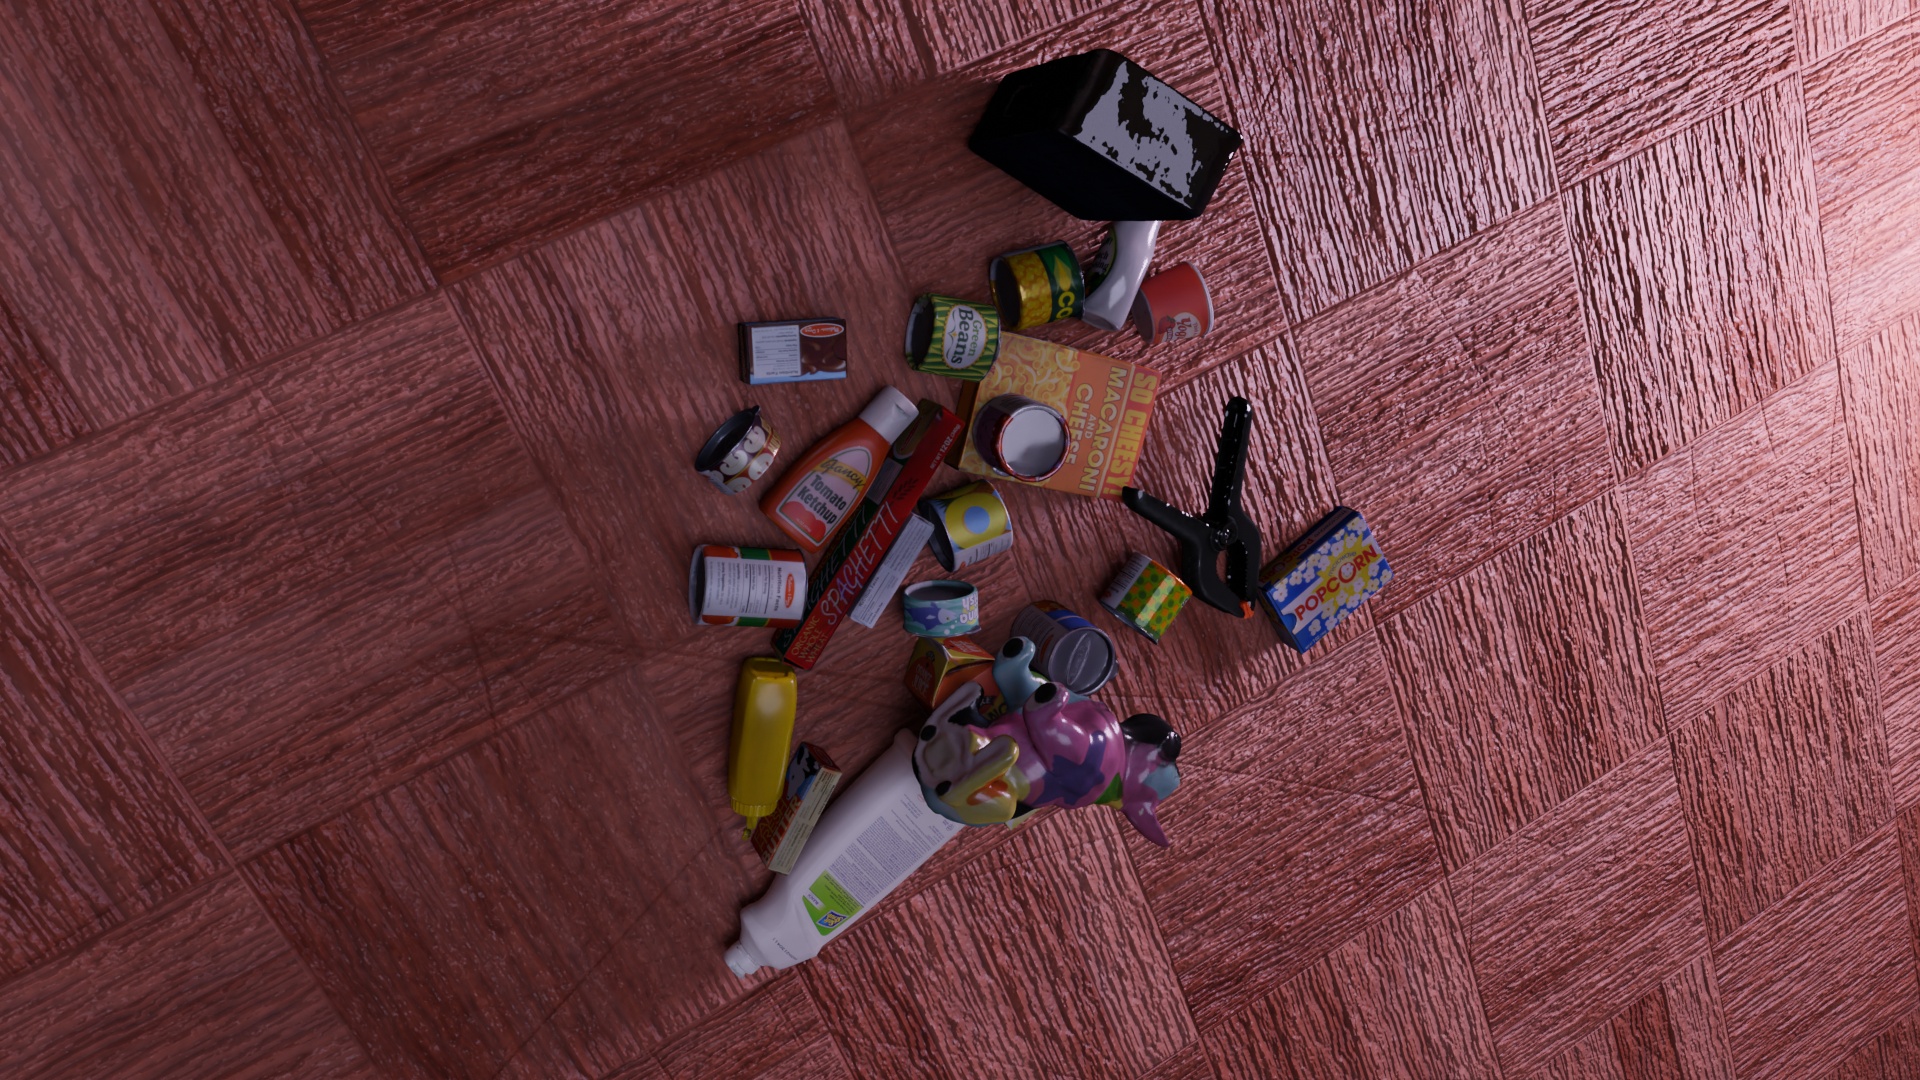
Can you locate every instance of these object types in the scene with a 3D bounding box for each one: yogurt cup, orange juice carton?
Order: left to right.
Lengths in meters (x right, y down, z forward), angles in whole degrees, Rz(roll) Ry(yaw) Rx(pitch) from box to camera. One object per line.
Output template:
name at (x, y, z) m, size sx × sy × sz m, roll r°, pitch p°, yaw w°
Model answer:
orange juice carton at (0.016, 0.156, 1.233) m, size 0.073 × 0.072 × 0.192 m, roll -36°, pitch 114°, yaw -11°
yogurt cup at (0.183, -0.205, 1.215) m, size 0.054 × 0.072 × 0.072 m, roll -19°, pitch 110°, yaw -8°

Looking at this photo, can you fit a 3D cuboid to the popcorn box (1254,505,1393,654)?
popcorn box at (0.354, 0.038, 1.361) m, size 0.127 × 0.038 × 0.085 m, roll -39°, pitch 116°, yaw -10°

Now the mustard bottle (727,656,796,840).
mustard bottle at (-0.169, 0.180, 1.170) m, size 0.049 × 0.065 × 0.159 m, roll 4°, pitch 108°, yaw -18°

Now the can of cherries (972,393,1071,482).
can of cherries at (0.051, -0.083, 1.149) m, size 0.071 × 0.058 × 0.071 m, roll -5°, pitch 105°, yaw -20°

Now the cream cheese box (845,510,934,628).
cream cheese box at (-0.064, 0.021, 1.175) m, size 0.024 × 0.053 × 0.104 m, roll 32°, pitch 90°, yaw -24°

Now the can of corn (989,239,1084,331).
can of corn at (0.064, -0.210, 1.161) m, size 0.058 × 0.071 × 0.071 m, roll -17°, pitch 109°, yaw -17°

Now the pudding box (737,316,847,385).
pudding box at (-0.134, -0.152, 1.115) m, size 0.084 × 0.030 × 0.049 m, roll -7°, pitch 105°, yaw -21°

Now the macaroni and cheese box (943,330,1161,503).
macaroni and cheese box at (0.081, -0.108, 1.210) m, size 0.167 × 0.040 × 0.123 m, roll 10°, pitch 100°, yaw -24°

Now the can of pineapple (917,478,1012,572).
can of pineapple at (0.004, -0.015, 1.188) m, size 0.058 × 0.071 × 0.070 m, roll -22°, pitch 111°, yaw -16°

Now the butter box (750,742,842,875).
butter box at (-0.142, 0.231, 1.197) m, size 0.024 × 0.053 × 0.103 m, roll 26°, pitch 93°, yaw -29°

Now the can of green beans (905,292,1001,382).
can of green beans at (-0.007, -0.167, 1.144) m, size 0.058 × 0.071 × 0.071 m, roll 7°, pitch 101°, yaw -24°

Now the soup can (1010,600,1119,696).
soup can at (0.093, 0.097, 1.243) m, size 0.071 × 0.084 × 0.071 m, roll -6°, pitch 106°, yaw -21°

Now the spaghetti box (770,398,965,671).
spaghetti box at (-0.080, -0.005, 1.165) m, size 0.028 × 0.050 × 0.250 m, roll 32°, pitch 90°, yaw -25°

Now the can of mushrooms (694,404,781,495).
can of mushrooms at (-0.174, -0.071, 1.099) m, size 0.071 × 0.071 × 0.033 m, roll -47°, pitch 116°, yaw -5°

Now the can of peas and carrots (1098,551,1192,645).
can of peas and carrots at (0.172, 0.053, 1.274) m, size 0.071 × 0.071 × 0.059 m, roll 37°, pitch 87°, yaw -26°

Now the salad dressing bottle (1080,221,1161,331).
salad dressing bottle at (0.144, -0.254, 1.190) m, size 0.044 × 0.064 × 0.147 m, roll 25°, pitch 85°, yaw -15°

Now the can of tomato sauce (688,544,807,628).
can of tomato sauce at (-0.174, 0.038, 1.129) m, size 0.083 × 0.071 × 0.071 m, roll 4°, pitch 102°, yaw -23°

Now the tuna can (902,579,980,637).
tuna can at (-0.015, 0.058, 1.196) m, size 0.071 × 0.071 × 0.032 m, roll -8°, pitch 106°, yaw -20°

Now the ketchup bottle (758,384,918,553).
ketchup bottle at (-0.096, -0.063, 1.147) m, size 0.064 × 0.043 × 0.149 m, roll 43°, pitch 84°, yaw -25°
